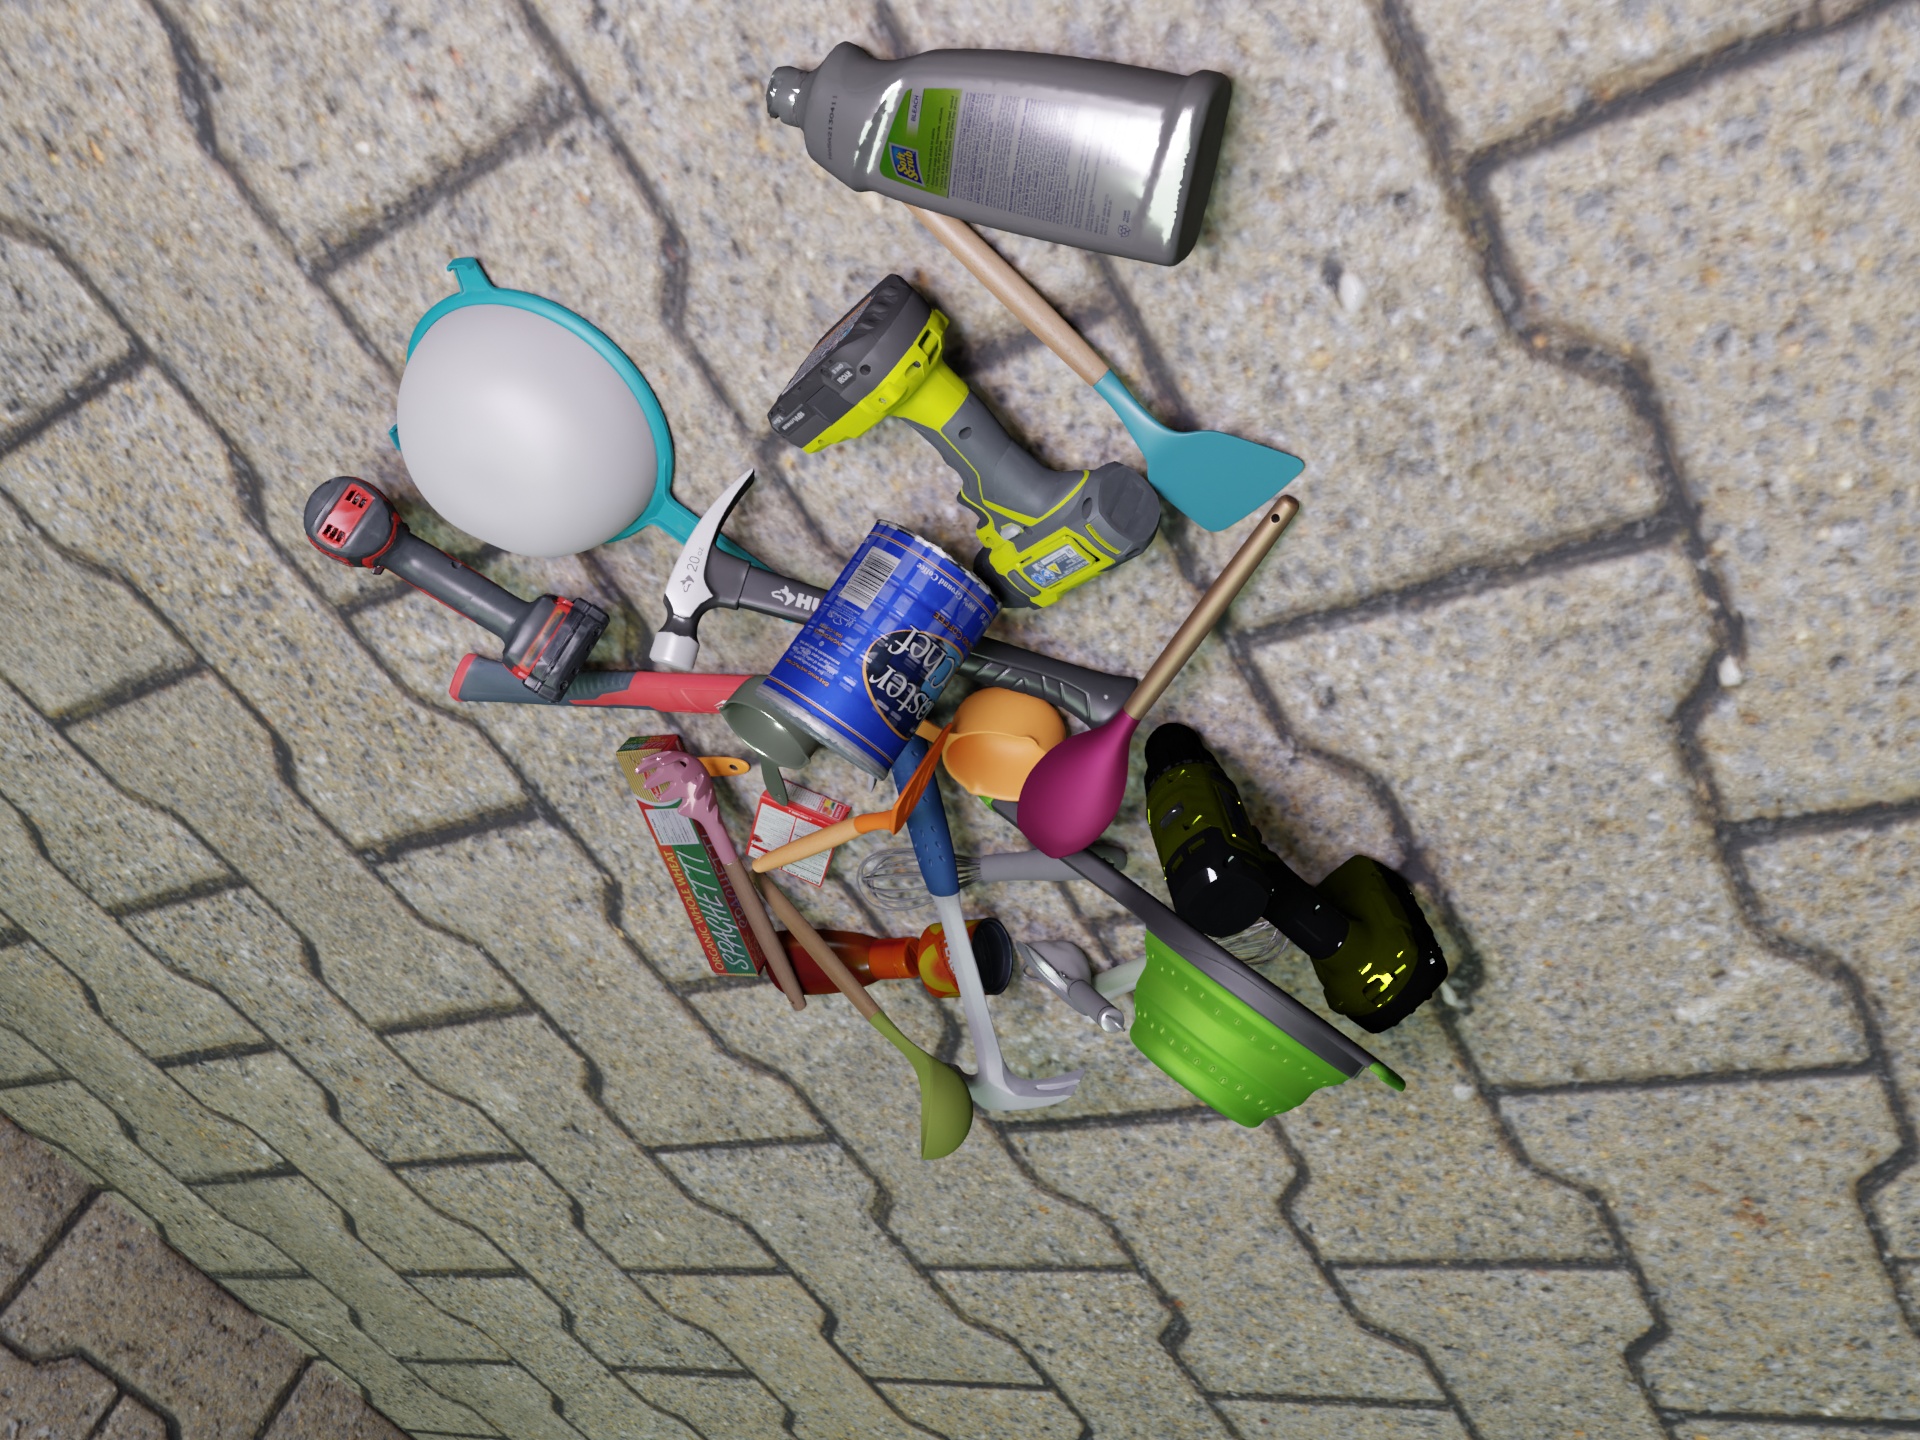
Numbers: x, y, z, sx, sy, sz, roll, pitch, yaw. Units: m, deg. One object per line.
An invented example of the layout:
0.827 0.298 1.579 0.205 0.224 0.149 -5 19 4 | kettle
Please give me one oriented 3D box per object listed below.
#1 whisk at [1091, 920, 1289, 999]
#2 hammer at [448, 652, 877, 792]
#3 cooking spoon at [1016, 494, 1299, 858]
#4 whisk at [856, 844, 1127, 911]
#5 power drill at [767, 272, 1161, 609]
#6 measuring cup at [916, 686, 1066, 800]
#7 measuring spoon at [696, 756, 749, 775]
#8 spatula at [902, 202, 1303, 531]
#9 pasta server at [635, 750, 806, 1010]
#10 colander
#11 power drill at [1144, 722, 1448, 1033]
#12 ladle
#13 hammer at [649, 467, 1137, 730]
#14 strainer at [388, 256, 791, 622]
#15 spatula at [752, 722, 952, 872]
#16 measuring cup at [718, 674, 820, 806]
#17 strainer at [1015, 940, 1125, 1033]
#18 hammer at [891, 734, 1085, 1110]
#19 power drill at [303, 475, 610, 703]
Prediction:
0.179 0.192 1.292 0.057 0.059 0.246 10 151 -34 | whisk
-0.246 -0.012 1.297 0.386 0.038 0.143 2 133 22 | hammer
0.129 -0.024 1.070 0.069 0.017 0.318 42 121 14 | cooking spoon
0.023 0.124 1.298 0.239 0.055 0.055 -7 128 24 | whisk
-0.004 -0.161 1.013 0.223 0.080 0.171 39 149 -18 | power drill
-0.002 -0.004 1.167 0.173 0.052 0.095 27 144 -13 | measuring cup
-0.231 0.043 1.360 0.117 0.011 0.021 -3 129 27 | measuring spoon
0.069 -0.229 0.962 0.317 0.044 0.082 42 135 -10 | spatula
-0.194 0.143 1.366 0.060 0.040 0.316 8 133 34 | pasta server
0.129 0.177 1.159 0.397 0.094 0.204 35 179 28 | colander
0.221 0.104 1.111 0.228 0.191 0.080 33 114 -24 | power drill
-0.097 0.237 1.341 0.320 0.062 0.078 44 144 30 | ladle
-0.037 -0.065 1.117 0.334 0.146 0.035 17 175 -5 | hammer
-0.266 -0.153 1.131 0.340 0.095 0.211 35 135 -8 | strainer
-0.094 0.079 1.233 0.041 0.081 0.322 43 147 -15 | spatula
-0.138 0.019 1.230 0.083 0.038 0.167 29 156 13 | measuring cup
0.096 0.216 1.281 0.087 0.050 0.258 49 175 -9 | strainer
-0.004 0.145 1.264 0.144 0.035 0.405 -1 117 28 | hammer
-0.389 -0.105 1.216 0.226 0.080 0.188 32 173 -15 | power drill
